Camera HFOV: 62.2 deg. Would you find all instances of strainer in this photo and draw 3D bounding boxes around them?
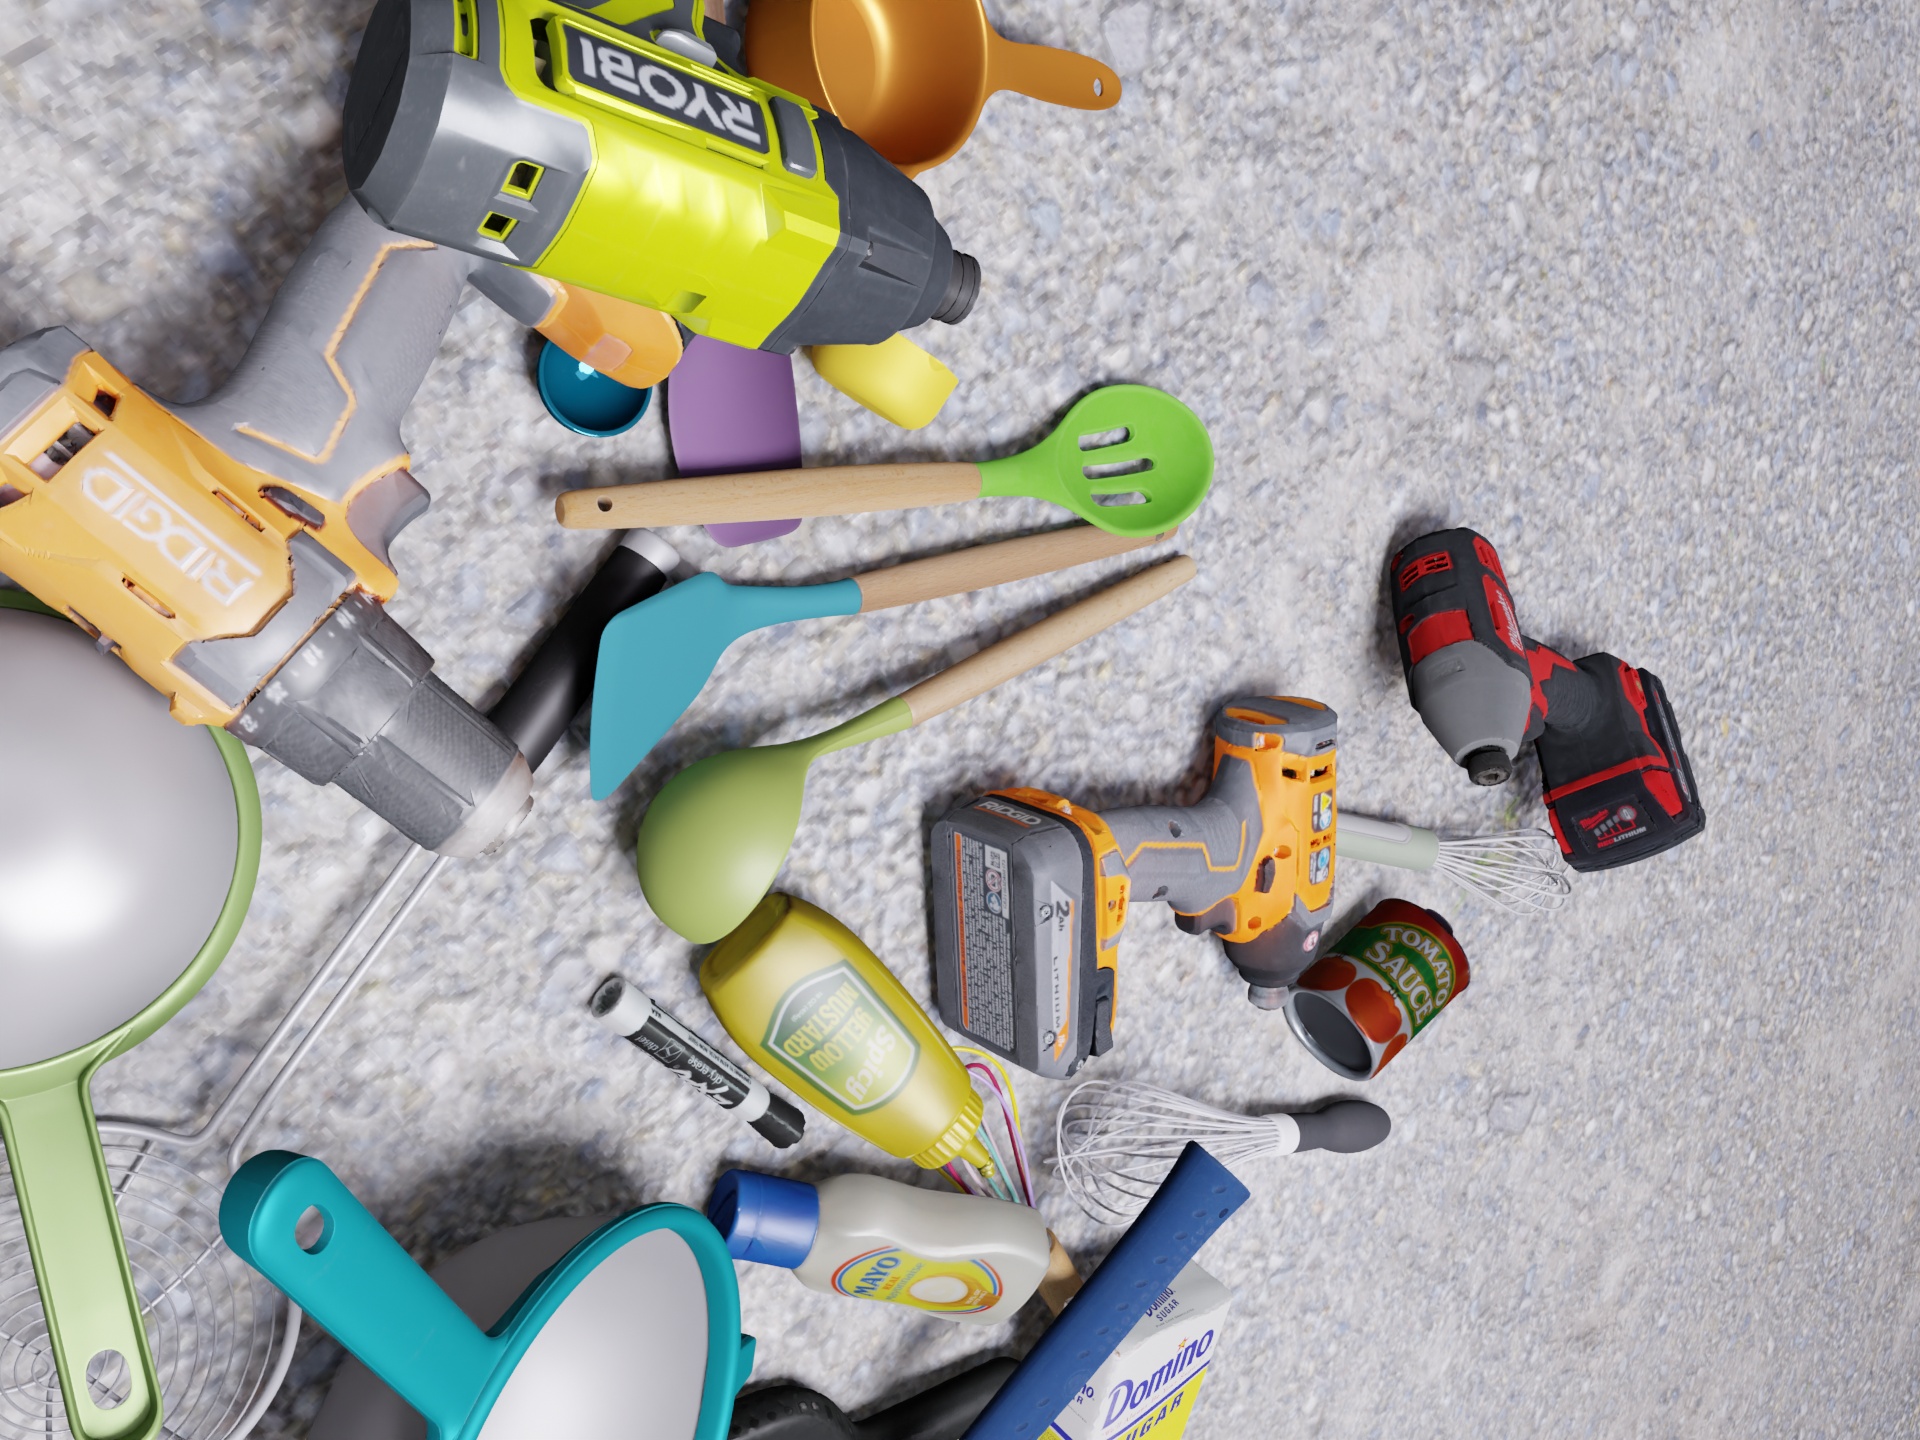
[{"bbox_3d":[-0.257,0.080,0.438,0.151,0.069,0.256,-13,85,-34],"label":"strainer"},{"bbox_3d":[-0.181,0.226,0.530,0.340,0.095,0.211,76,31,-45],"label":"strainer"}]

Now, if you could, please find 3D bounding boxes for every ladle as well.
[{"bbox_3d":[-0.001,-0.002,0.680,0.320,0.078,0.062,-28,101,-35],"label":"ladle"}]

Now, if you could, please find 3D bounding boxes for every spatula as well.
[{"bbox_3d":[-0.018,-0.049,0.661,0.317,0.044,0.082,-17,135,-35],"label":"spatula"},{"bbox_3d":[-0.093,-0.219,0.578,0.059,0.018,0.315,-19,113,-39],"label":"spatula"}]

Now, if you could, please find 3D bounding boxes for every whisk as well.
[{"bbox_3d":[0.149,0.225,0.851,0.284,0.070,0.070,9,96,-43],"label":"whisk"},{"bbox_3d":[0.033,0.242,0.775,0.047,0.051,0.244,-45,127,-26],"label":"whisk"},{"bbox_3d":[0.270,0.075,0.910,0.246,0.058,0.059,12,124,-34],"label":"whisk"}]

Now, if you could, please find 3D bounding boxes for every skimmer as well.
[{"bbox_3d":[-0.202,0.076,0.523,0.127,0.090,0.363,34,76,-5],"label":"skimmer"}]

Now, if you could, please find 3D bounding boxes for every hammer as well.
[{"bbox_3d":[-0.013,0.354,0.699,0.405,0.035,0.143,-47,131,-9],"label":"hammer"}]

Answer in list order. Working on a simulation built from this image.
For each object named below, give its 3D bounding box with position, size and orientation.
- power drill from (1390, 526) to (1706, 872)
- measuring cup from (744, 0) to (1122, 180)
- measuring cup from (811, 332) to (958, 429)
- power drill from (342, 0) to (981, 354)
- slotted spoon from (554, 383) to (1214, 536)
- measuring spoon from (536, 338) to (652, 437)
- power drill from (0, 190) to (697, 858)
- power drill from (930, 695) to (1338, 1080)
[{"bbox_3d":[0.318,-0.001,0.875,0.219,0.078,0.143,28,47,-37],"label":"power drill"},{"bbox_3d":[-0.008,-0.253,0.616,0.173,0.052,0.095,-12,108,-46],"label":"measuring cup"},{"bbox_3d":[-0.063,-0.150,0.585,0.156,0.062,0.029,24,98,-45],"label":"measuring cup"},{"bbox_3d":[-0.084,-0.206,0.450,0.171,0.080,0.223,8,56,-37],"label":"power drill"},{"bbox_3d":[-0.017,-0.099,0.650,0.313,0.031,0.070,-11,88,-36],"label":"slotted spoon"},{"bbox_3d":[-0.128,-0.164,0.570,0.042,0.021,0.128,8,87,-33],"label":"measuring spoon"},{"bbox_3d":[-0.158,-0.087,0.483,0.185,0.084,0.226,43,66,-18],"label":"power drill"},{"bbox_3d":[0.097,0.089,0.761,0.226,0.084,0.164,-16,111,-37],"label":"power drill"}]
